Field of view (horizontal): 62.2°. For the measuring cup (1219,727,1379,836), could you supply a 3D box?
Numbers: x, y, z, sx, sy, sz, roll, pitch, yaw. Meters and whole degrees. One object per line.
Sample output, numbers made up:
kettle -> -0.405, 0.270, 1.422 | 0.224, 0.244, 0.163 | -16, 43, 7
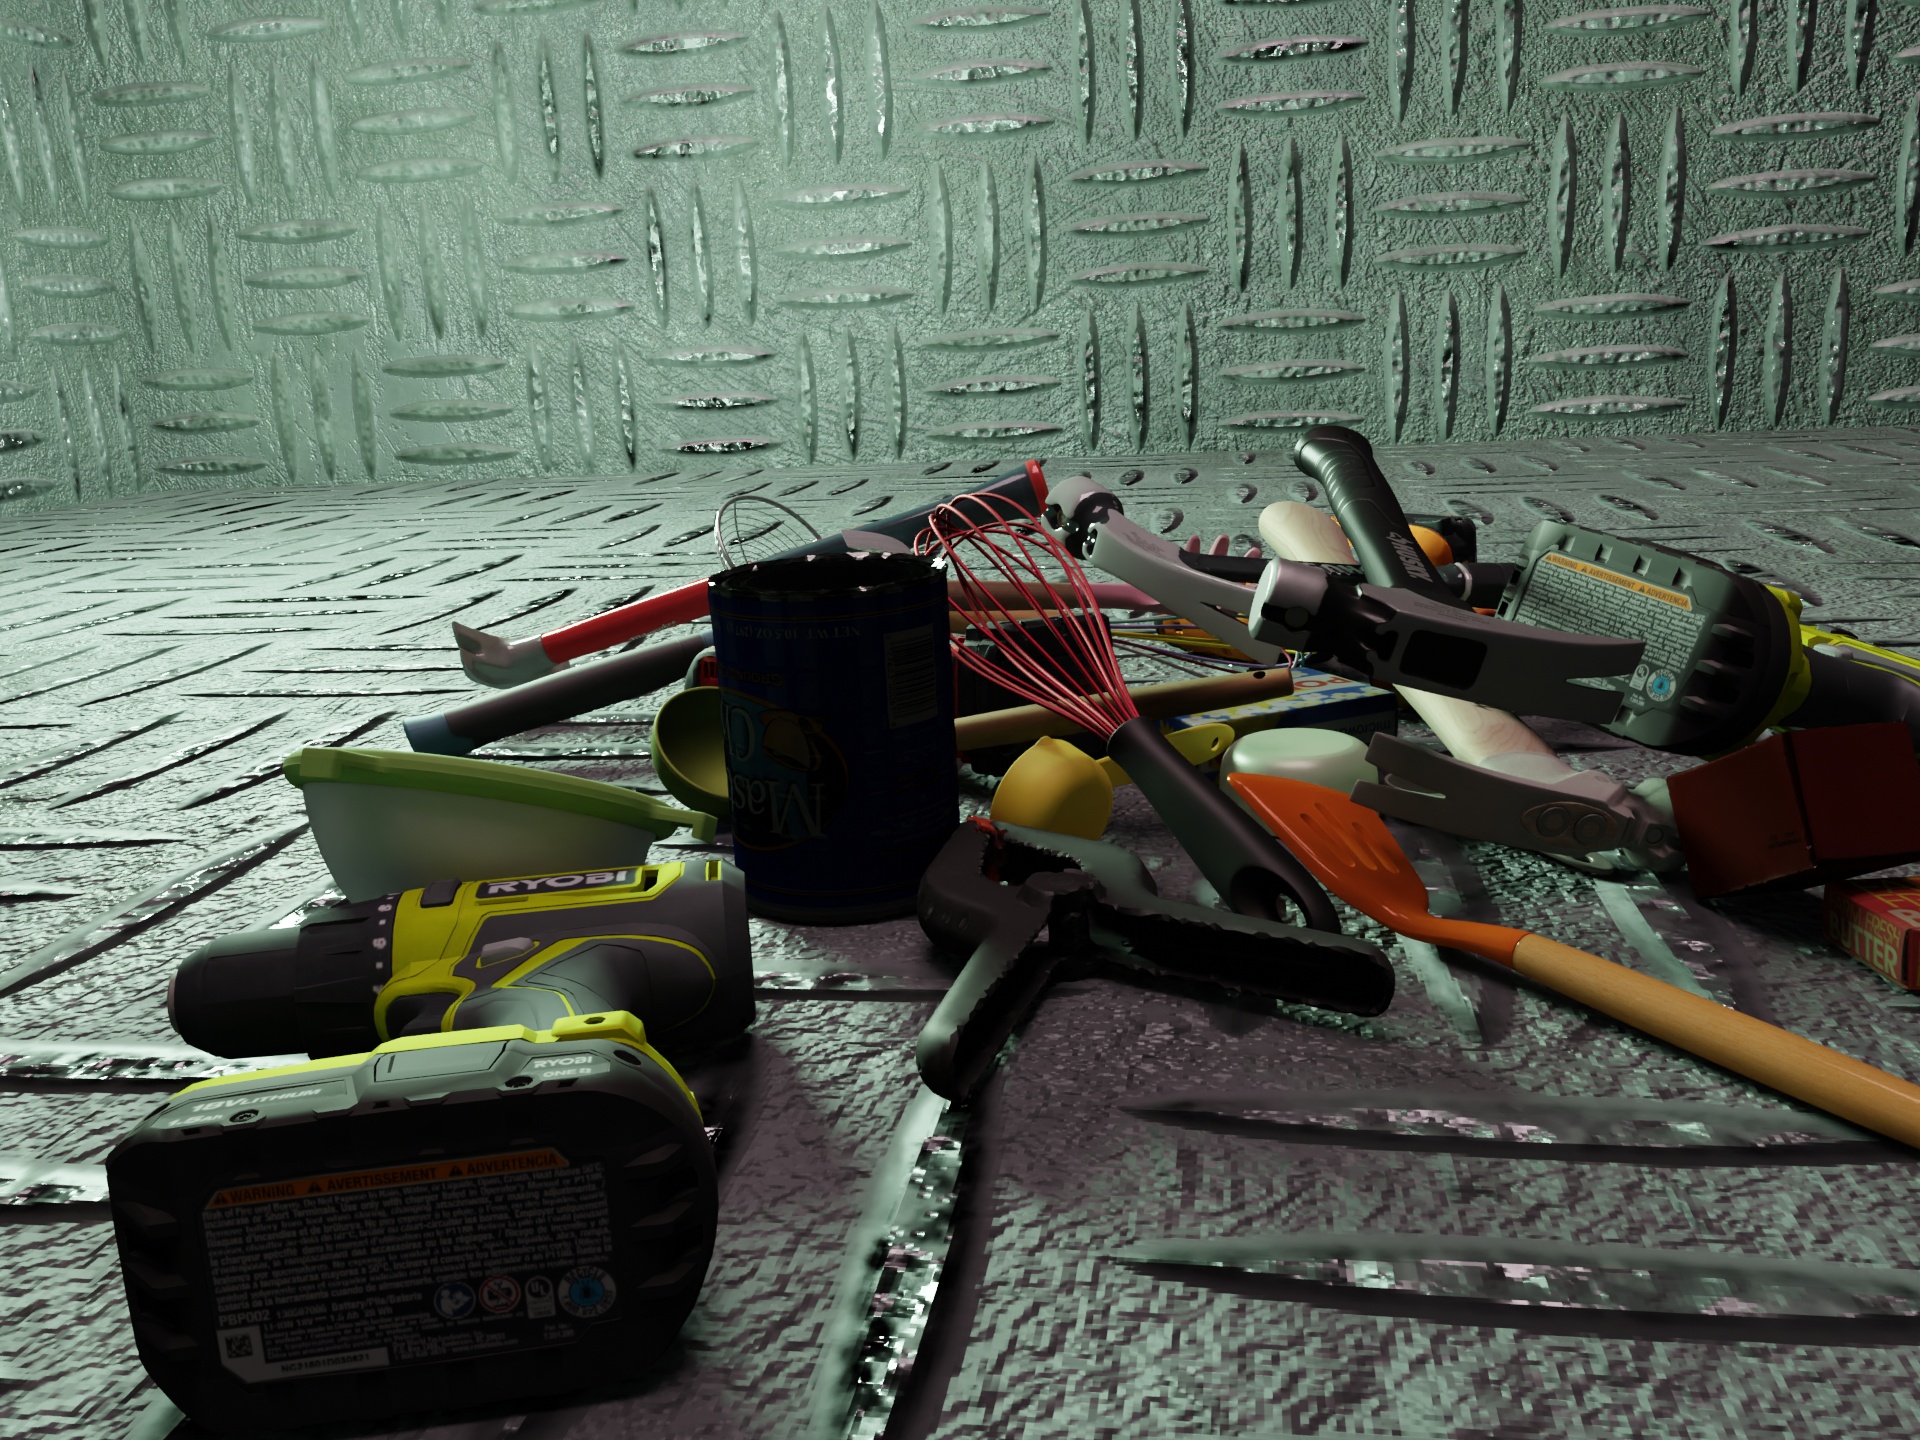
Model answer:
measuring cup -> 0.164, 0.037, 0.719 | 0.083, 0.038, 0.168 | -4, 12, -2

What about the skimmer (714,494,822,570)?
skimmer -> -0.098, -0.109, 1.249 | 0.127, 0.090, 0.364 | 25, 1, -30

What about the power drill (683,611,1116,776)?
power drill -> -0.021, -0.021, 0.923 | 0.227, 0.080, 0.188 | 2, 8, 36

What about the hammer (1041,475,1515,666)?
hammer -> 0.245, -0.070, 0.811 | 0.408, 0.036, 0.149 | 0, 27, -32

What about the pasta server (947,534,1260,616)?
pasta server -> 0.044, -0.079, 0.918 | 0.316, 0.040, 0.060 | -2, 38, -27

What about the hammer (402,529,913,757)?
hammer -> -0.170, -0.038, 0.970 | 0.331, 0.033, 0.128 | -20, -22, -19

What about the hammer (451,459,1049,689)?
hammer -> -0.130, -0.095, 1.025 | 0.386, 0.038, 0.143 | -18, -7, 4

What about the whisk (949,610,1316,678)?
whisk -> 0.101, -0.053, 1.000 | 0.245, 0.051, 0.047 | 6, 29, 1

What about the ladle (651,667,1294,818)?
ladle -> -0.001, -0.002, 0.774 | 0.320, 0.062, 0.078 | -9, 39, 17

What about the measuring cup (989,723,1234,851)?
measuring cup -> 0.081, 0.029, 0.730 | 0.156, 0.062, 0.029 | -16, 34, -36

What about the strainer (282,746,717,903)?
strainer -> -0.216, 0.064, 0.667 | 0.151, 0.069, 0.256 | 12, -14, -28

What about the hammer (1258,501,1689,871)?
hammer -> 0.214, -0.044, 0.823 | 0.146, 0.038, 0.411 | 11, 22, -11

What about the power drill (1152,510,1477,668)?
power drill -> 0.270, -0.091, 1.129 | 0.226, 0.084, 0.164 | -19, 21, -35

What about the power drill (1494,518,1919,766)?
power drill -> 0.357, -0.025, 0.732 | 0.223, 0.080, 0.171 | 10, 15, -32

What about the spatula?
spatula -> 0.215, 0.079, 0.542 | 0.081, 0.041, 0.323 | 11, 7, -32

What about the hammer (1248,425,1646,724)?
hammer -> 0.197, -0.083, 0.725 | 0.146, 0.035, 0.335 | 15, 23, 0

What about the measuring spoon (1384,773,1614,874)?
measuring spoon -> 0.240, 0.050, 0.716 | 0.034, 0.018, 0.124 | -8, 21, -30

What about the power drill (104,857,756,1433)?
power drill -> -0.155, 0.101, 0.465 | 0.190, 0.080, 0.229 | -5, 12, -8

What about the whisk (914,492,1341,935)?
whisk -> 0.061, -0.005, 0.671 | 0.073, 0.073, 0.296 | -12, 45, -31
